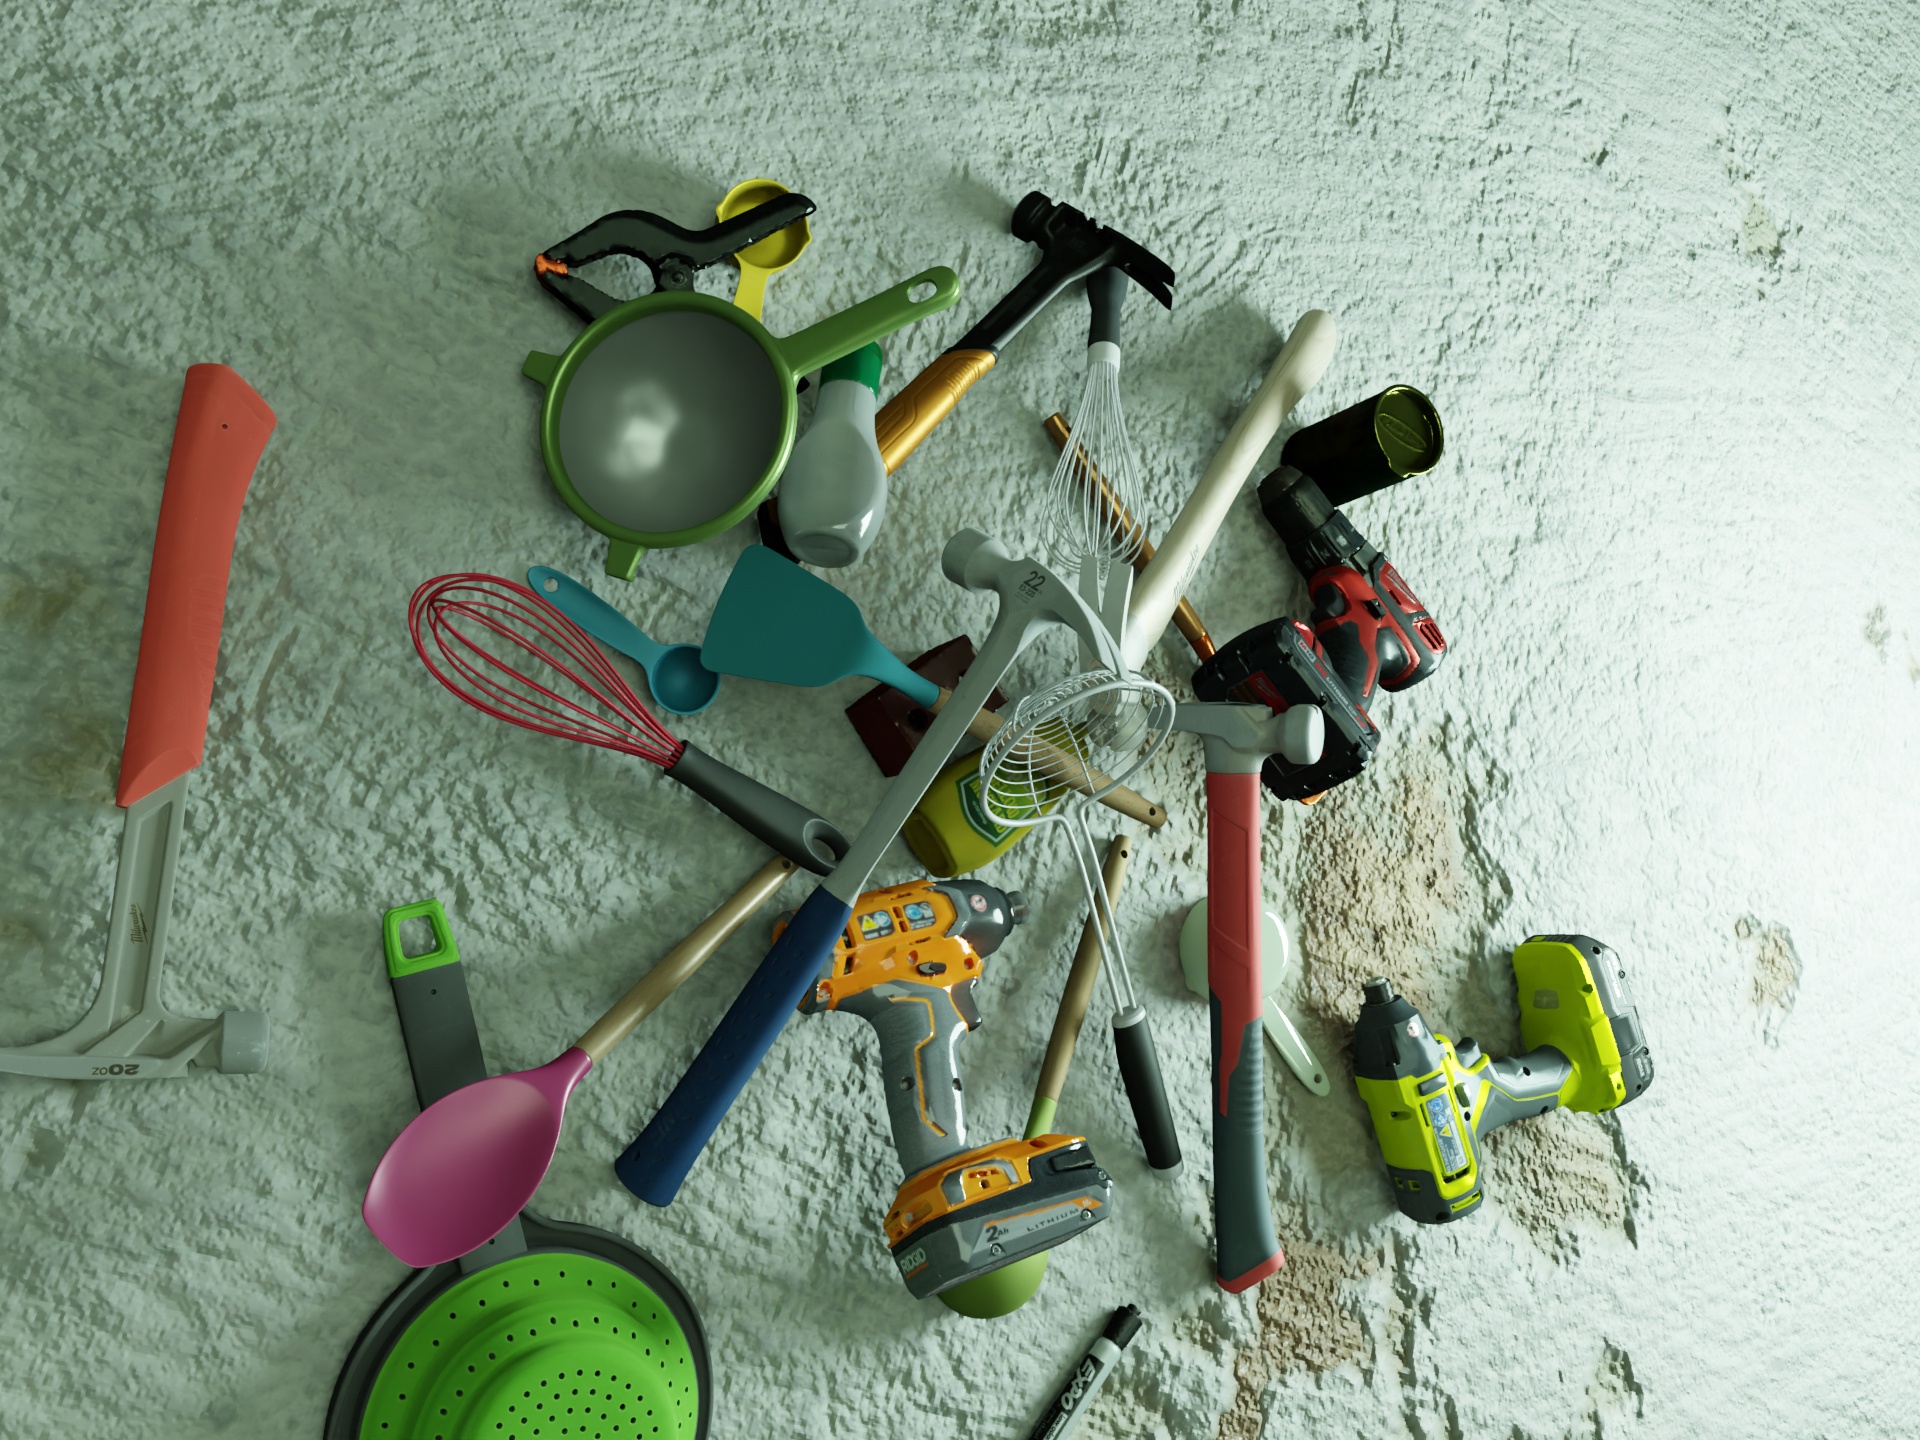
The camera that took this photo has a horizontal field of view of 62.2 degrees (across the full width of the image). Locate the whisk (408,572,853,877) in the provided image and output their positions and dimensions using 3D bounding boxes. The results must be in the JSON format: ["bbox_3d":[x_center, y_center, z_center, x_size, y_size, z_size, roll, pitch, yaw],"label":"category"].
[{"bbox_3d":[-0.176,0.010,0.898,0.295,0.073,0.073,35,67,-22],"label":"whisk"}]

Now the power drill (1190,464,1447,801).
[{"bbox_3d":[0.245,-0.069,1.110,0.188,0.080,0.227,52,42,-6],"label":"power drill"}]

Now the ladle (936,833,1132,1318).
[{"bbox_3d":[0.055,0.217,1.009,0.078,0.062,0.320,30,62,-19],"label":"ladle"}]

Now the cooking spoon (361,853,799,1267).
[{"bbox_3d":[-0.184,0.163,0.849,0.069,0.017,0.319,45,48,1],"label":"cooking spoon"}]

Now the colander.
[{"bbox_3d":[-0.227,0.285,0.805,0.204,0.094,0.397,-13,88,-30],"label":"colander"}]

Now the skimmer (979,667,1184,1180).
[{"bbox_3d":[0.100,0.138,0.960,0.127,0.090,0.363,-21,109,-16],"label":"skimmer"}]

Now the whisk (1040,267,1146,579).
[{"bbox_3d":[0.095,-0.218,1.073,0.070,0.070,0.285,18,61,-25],"label":"whisk"}]

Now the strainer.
[{"bbox_3d":[-0.114,-0.189,0.920,0.256,0.069,0.151,-26,78,2],"label":"strainer"}]

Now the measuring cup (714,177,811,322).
[{"bbox_3d":[-0.135,-0.258,0.993,0.062,0.029,0.156,12,88,-21],"label":"measuring cup"}]

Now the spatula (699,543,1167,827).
[{"bbox_3d":[-0.002,-0.003,0.959,0.317,0.044,0.082,28,69,-25],"label":"spatula"}]

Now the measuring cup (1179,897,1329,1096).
[{"bbox_3d":[0.217,0.193,1.095,0.083,0.038,0.167,-39,99,-28],"label":"measuring cup"}]

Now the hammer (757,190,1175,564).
[{"bbox_3d":[-0.003,-0.215,1.025,0.127,0.034,0.337,35,67,18],"label":"hammer"}]

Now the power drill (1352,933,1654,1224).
[{"bbox_3d":[0.389,0.243,1.162,0.223,0.080,0.171,-17,90,-27],"label":"power drill"}]

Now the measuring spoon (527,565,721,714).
[{"bbox_3d":[-0.197,-0.049,0.927,0.128,0.021,0.042,36,79,-9],"label":"measuring spoon"}]

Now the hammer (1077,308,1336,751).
[{"bbox_3d":[0.176,-0.167,1.073,0.411,0.038,0.146,-56,151,-36],"label":"hammer"}]

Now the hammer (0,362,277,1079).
[{"bbox_3d":[-0.404,-0.006,0.792,0.149,0.037,0.359,8,78,-27],"label":"hammer"}]

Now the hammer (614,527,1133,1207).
[{"bbox_3d":[-0.058,0.089,0.866,0.405,0.144,0.035,-56,139,0],"label":"hammer"}]

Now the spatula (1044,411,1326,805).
[{"bbox_3d":[0.159,-0.081,1.109,0.322,0.041,0.081,55,47,-8],"label":"spatula"}]

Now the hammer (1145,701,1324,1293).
[{"bbox_3d":[0.165,0.181,1.042,0.038,0.143,0.386,-11,101,-61],"label":"hammer"}]

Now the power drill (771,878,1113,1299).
[{"bbox_3d":[0.001,0.197,0.925,0.164,0.084,0.227,-11,65,-29],"label":"power drill"}]
